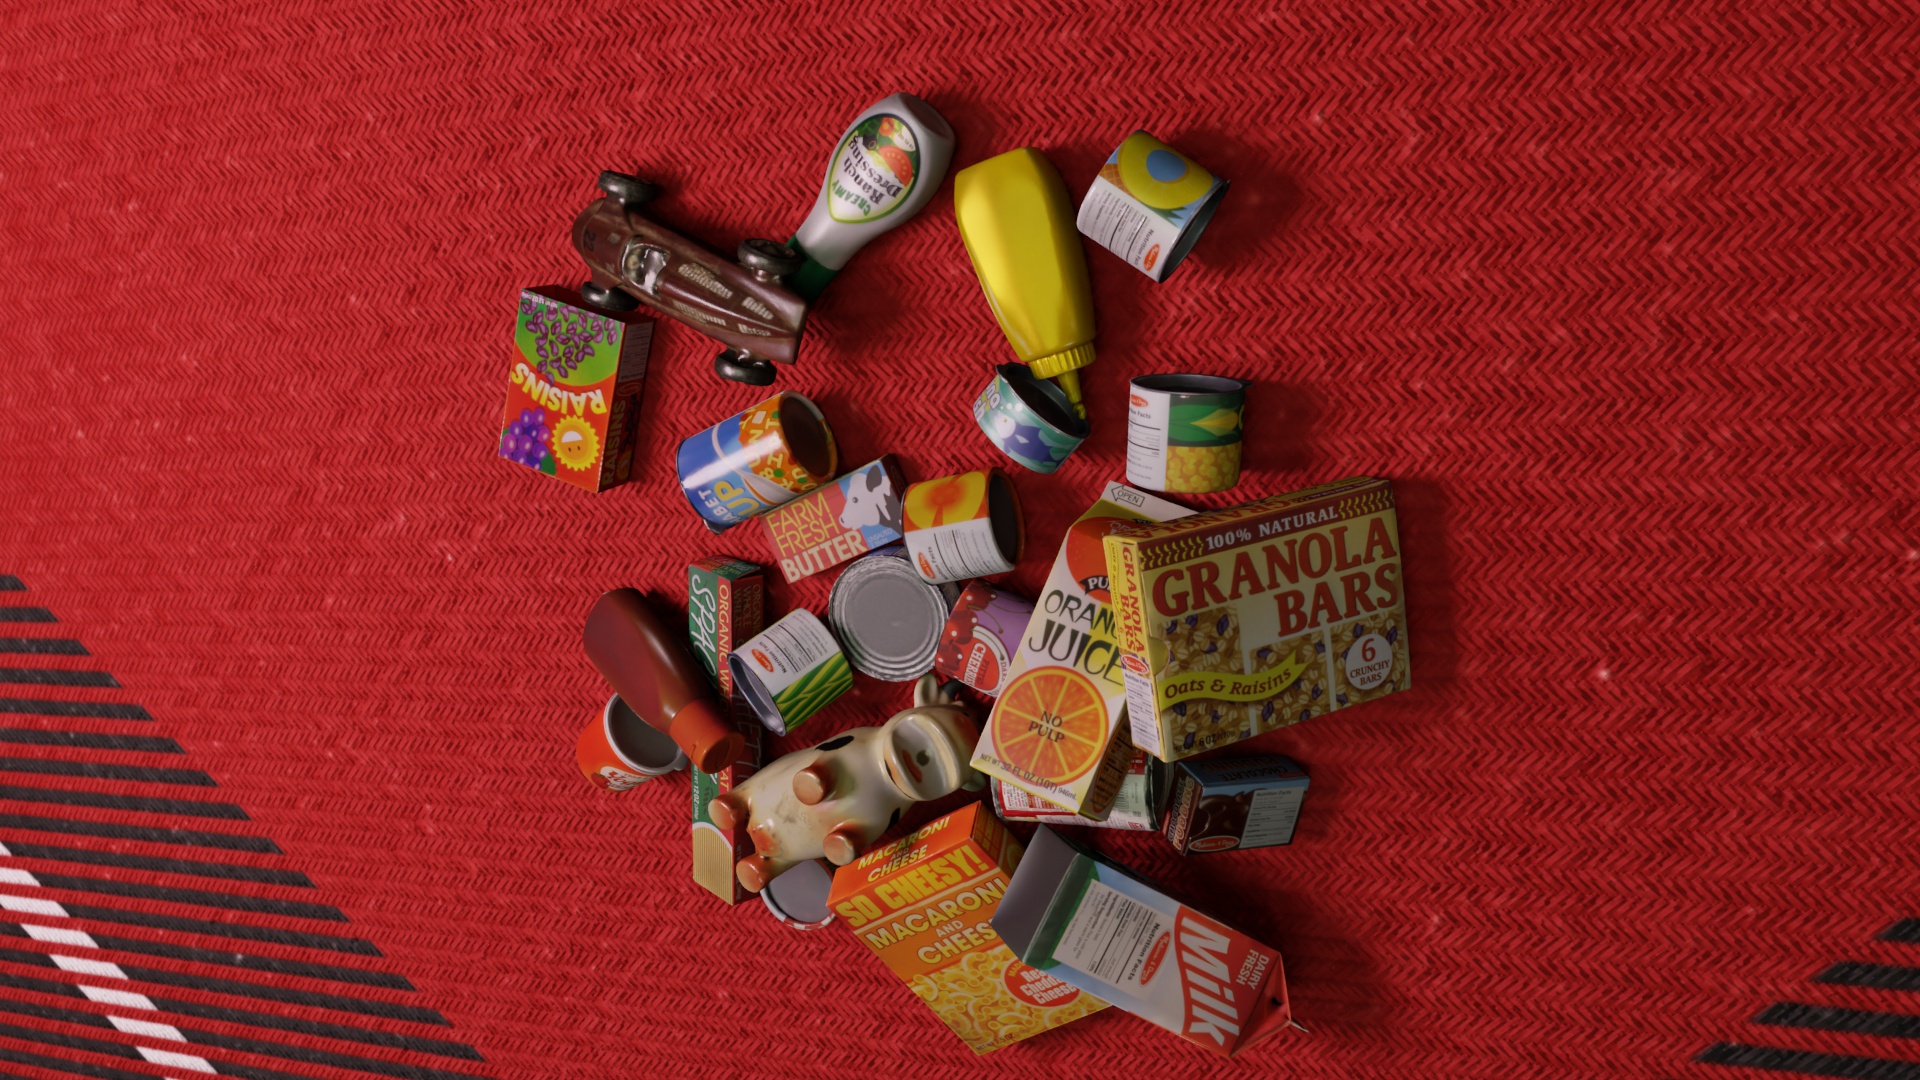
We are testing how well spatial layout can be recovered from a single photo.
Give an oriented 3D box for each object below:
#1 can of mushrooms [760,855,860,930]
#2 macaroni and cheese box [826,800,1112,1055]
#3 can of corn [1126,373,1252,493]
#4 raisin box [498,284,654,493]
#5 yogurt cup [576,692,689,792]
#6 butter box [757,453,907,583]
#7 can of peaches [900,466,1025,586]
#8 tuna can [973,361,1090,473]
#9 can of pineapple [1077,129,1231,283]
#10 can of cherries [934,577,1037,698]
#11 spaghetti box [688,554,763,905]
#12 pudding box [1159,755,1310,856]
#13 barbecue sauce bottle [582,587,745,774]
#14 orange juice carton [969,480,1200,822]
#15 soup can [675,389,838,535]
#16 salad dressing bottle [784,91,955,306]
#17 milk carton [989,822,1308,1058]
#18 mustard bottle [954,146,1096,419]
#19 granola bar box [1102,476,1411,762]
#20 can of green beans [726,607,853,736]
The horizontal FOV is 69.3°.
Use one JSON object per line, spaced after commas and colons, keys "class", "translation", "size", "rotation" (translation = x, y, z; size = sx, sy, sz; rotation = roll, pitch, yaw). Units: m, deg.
{"class": "can of mushrooms", "translation": [-0.107, 0.240, 0.989], "size": [0.071, 0.033, 0.071], "rotation": [5, 105, 20]}
{"class": "macaroni and cheese box", "translation": [0.012, 0.258, 0.917], "size": [0.123, 0.040, 0.166], "rotation": [-31, 112, 25]}
{"class": "can of corn", "translation": [0.132, -0.063, 0.801], "size": [0.071, 0.071, 0.058], "rotation": [7, 107, 19]}
{"class": "raisin box", "translation": [-0.265, -0.104, 0.955], "size": [0.086, 0.040, 0.123], "rotation": [19, 109, 14]}
{"class": "yogurt cup", "translation": [-0.239, 0.146, 0.999], "size": [0.053, 0.073, 0.072], "rotation": [-36, 90, 33]}
{"class": "butter box", "translation": [-0.079, -0.013, 0.916], "size": [0.103, 0.024, 0.053], "rotation": [-23, 94, 24]}
{"class": "can of peaches", "translation": [0.003, -0.011, 0.864], "size": [0.058, 0.071, 0.071], "rotation": [-11, 100, 22]}
{"class": "tuna can", "translation": [0.040, -0.074, 0.830], "size": [0.071, 0.071, 0.032], "rotation": [43, 115, 5]}
{"class": "can of pineapple", "translation": [0.108, -0.188, 0.777], "size": [0.058, 0.071, 0.070], "rotation": [36, 114, 9]}
{"class": "can of cherries", "translation": [0.023, 0.065, 0.872], "size": [0.058, 0.072, 0.071], "rotation": [25, 112, 13]}
{"class": "spaghetti box", "translation": [-0.165, 0.134, 0.977], "size": [0.050, 0.029, 0.249], "rotation": [17, 111, 41]}
{"class": "pudding box", "translation": [0.166, 0.159, 0.839], "size": [0.030, 0.084, 0.049], "rotation": [43, 127, 56]}
{"class": "barbecue sauce bottle", "translation": [-0.204, 0.099, 0.954], "size": [0.149, 0.044, 0.064], "rotation": [42, 124, 31]}
{"class": "orange juice carton", "translation": [0.083, 0.062, 0.820], "size": [0.072, 0.073, 0.193], "rotation": [20, 81, 22]}
{"class": "soup can", "translation": [-0.131, -0.050, 0.902], "size": [0.083, 0.071, 0.071], "rotation": [-22, 95, 24]}
{"class": "salad dressing bottle", "translation": [-0.065, -0.203, 0.849], "size": [0.064, 0.044, 0.147], "rotation": [47, 117, 4]}
{"class": "milk carton", "translation": [0.122, 0.252, 0.851], "size": [0.190, 0.072, 0.073], "rotation": [29, 85, -14]}
{"class": "mustard bottle", "translation": [0.046, -0.147, 0.819], "size": [0.065, 0.049, 0.160], "rotation": [-14, 99, 23]}
{"class": "granola bar box", "translation": [0.169, 0.041, 0.773], "size": [0.166, 0.039, 0.124], "rotation": [-13, 102, -20]}
{"class": "can of green beans", "translation": [-0.113, 0.087, 0.922], "size": [0.071, 0.058, 0.071], "rotation": [44, 155, 27]}
